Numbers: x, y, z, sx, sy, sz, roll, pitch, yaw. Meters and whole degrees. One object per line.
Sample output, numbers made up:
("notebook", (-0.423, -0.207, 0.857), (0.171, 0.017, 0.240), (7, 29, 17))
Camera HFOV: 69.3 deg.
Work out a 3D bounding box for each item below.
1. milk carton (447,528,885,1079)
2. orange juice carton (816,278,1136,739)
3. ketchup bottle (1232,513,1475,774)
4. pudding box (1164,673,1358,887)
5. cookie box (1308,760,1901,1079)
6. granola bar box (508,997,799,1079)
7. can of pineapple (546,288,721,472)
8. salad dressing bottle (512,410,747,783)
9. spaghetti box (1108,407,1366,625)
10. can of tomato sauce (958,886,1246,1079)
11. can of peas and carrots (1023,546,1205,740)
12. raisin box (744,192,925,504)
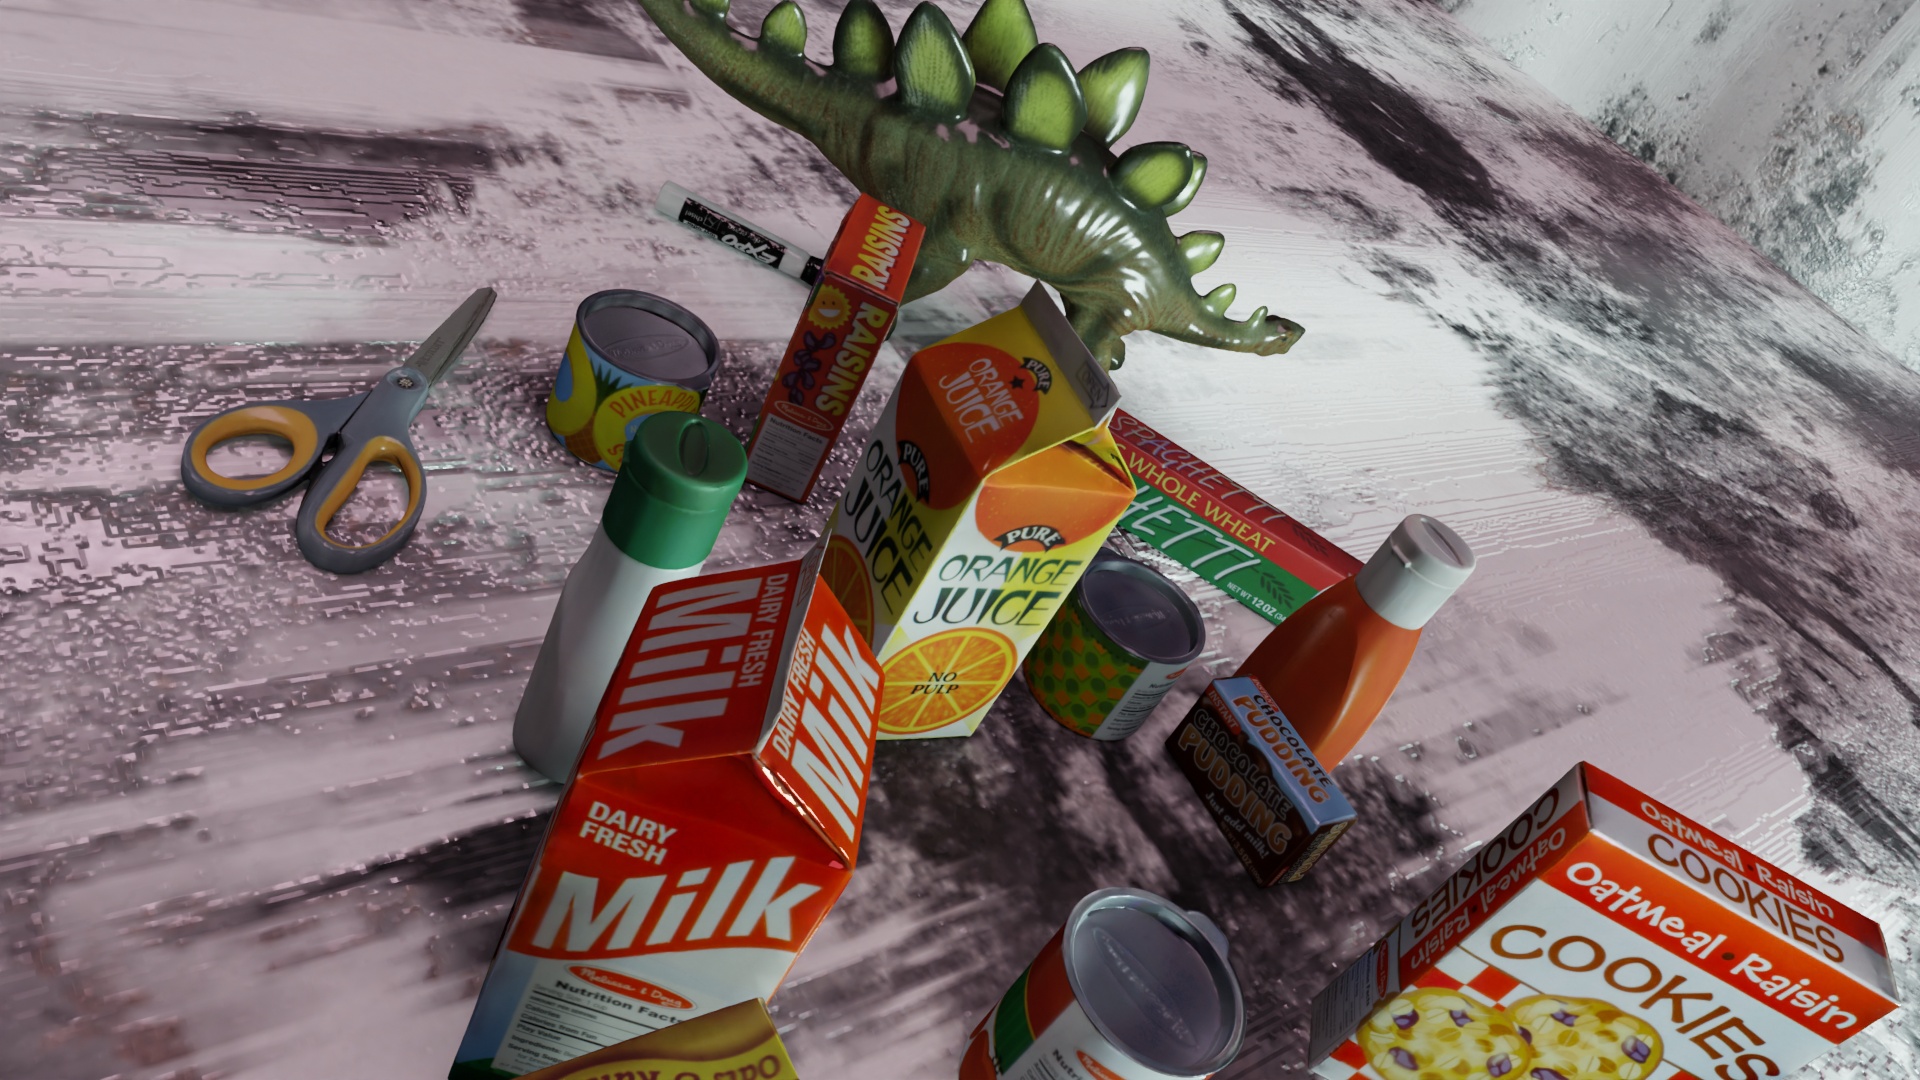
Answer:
("milk carton", (-0.077, 0.083, 0.387), (0.073, 0.189, 0.073), (22, 36, -12))
("orange juice carton", (0.002, -0.007, 0.549), (0.073, 0.191, 0.072), (3, 44, -33))
("ketchup bottle", (0.175, 0.052, 0.639), (0.043, 0.148, 0.065), (1, 45, -35))
("pudding box", (0.135, 0.107, 0.628), (0.030, 0.049, 0.084), (-2, 47, -37))
("cookie box", (0.230, 0.171, 0.519), (0.123, 0.166, 0.040), (29, 36, -2))
("granola bar box", (-0.126, 0.170, 0.305), (0.166, 0.123, 0.039), (-6, 49, -40))
("can of pineapple", (-0.149, -0.071, 0.634), (0.071, 0.057, 0.071), (19, 37, -15))
("salad dressing bottle", (-0.113, 0.022, 0.471), (0.044, 0.147, 0.064), (16, 38, -19))
("spaghetti box", (0.137, -0.010, 0.769), (0.250, 0.050, 0.029), (33, 36, 3))
("can of tomato sauce", (0.046, 0.166, 0.466), (0.071, 0.082, 0.071), (19, 37, -15))
("can of peas and carrots", (0.069, 0.048, 0.645), (0.071, 0.058, 0.071), (19, 37, -15))
("raisin box", (-0.062, -0.092, 0.664), (0.040, 0.122, 0.086), (24, 36, -9))
